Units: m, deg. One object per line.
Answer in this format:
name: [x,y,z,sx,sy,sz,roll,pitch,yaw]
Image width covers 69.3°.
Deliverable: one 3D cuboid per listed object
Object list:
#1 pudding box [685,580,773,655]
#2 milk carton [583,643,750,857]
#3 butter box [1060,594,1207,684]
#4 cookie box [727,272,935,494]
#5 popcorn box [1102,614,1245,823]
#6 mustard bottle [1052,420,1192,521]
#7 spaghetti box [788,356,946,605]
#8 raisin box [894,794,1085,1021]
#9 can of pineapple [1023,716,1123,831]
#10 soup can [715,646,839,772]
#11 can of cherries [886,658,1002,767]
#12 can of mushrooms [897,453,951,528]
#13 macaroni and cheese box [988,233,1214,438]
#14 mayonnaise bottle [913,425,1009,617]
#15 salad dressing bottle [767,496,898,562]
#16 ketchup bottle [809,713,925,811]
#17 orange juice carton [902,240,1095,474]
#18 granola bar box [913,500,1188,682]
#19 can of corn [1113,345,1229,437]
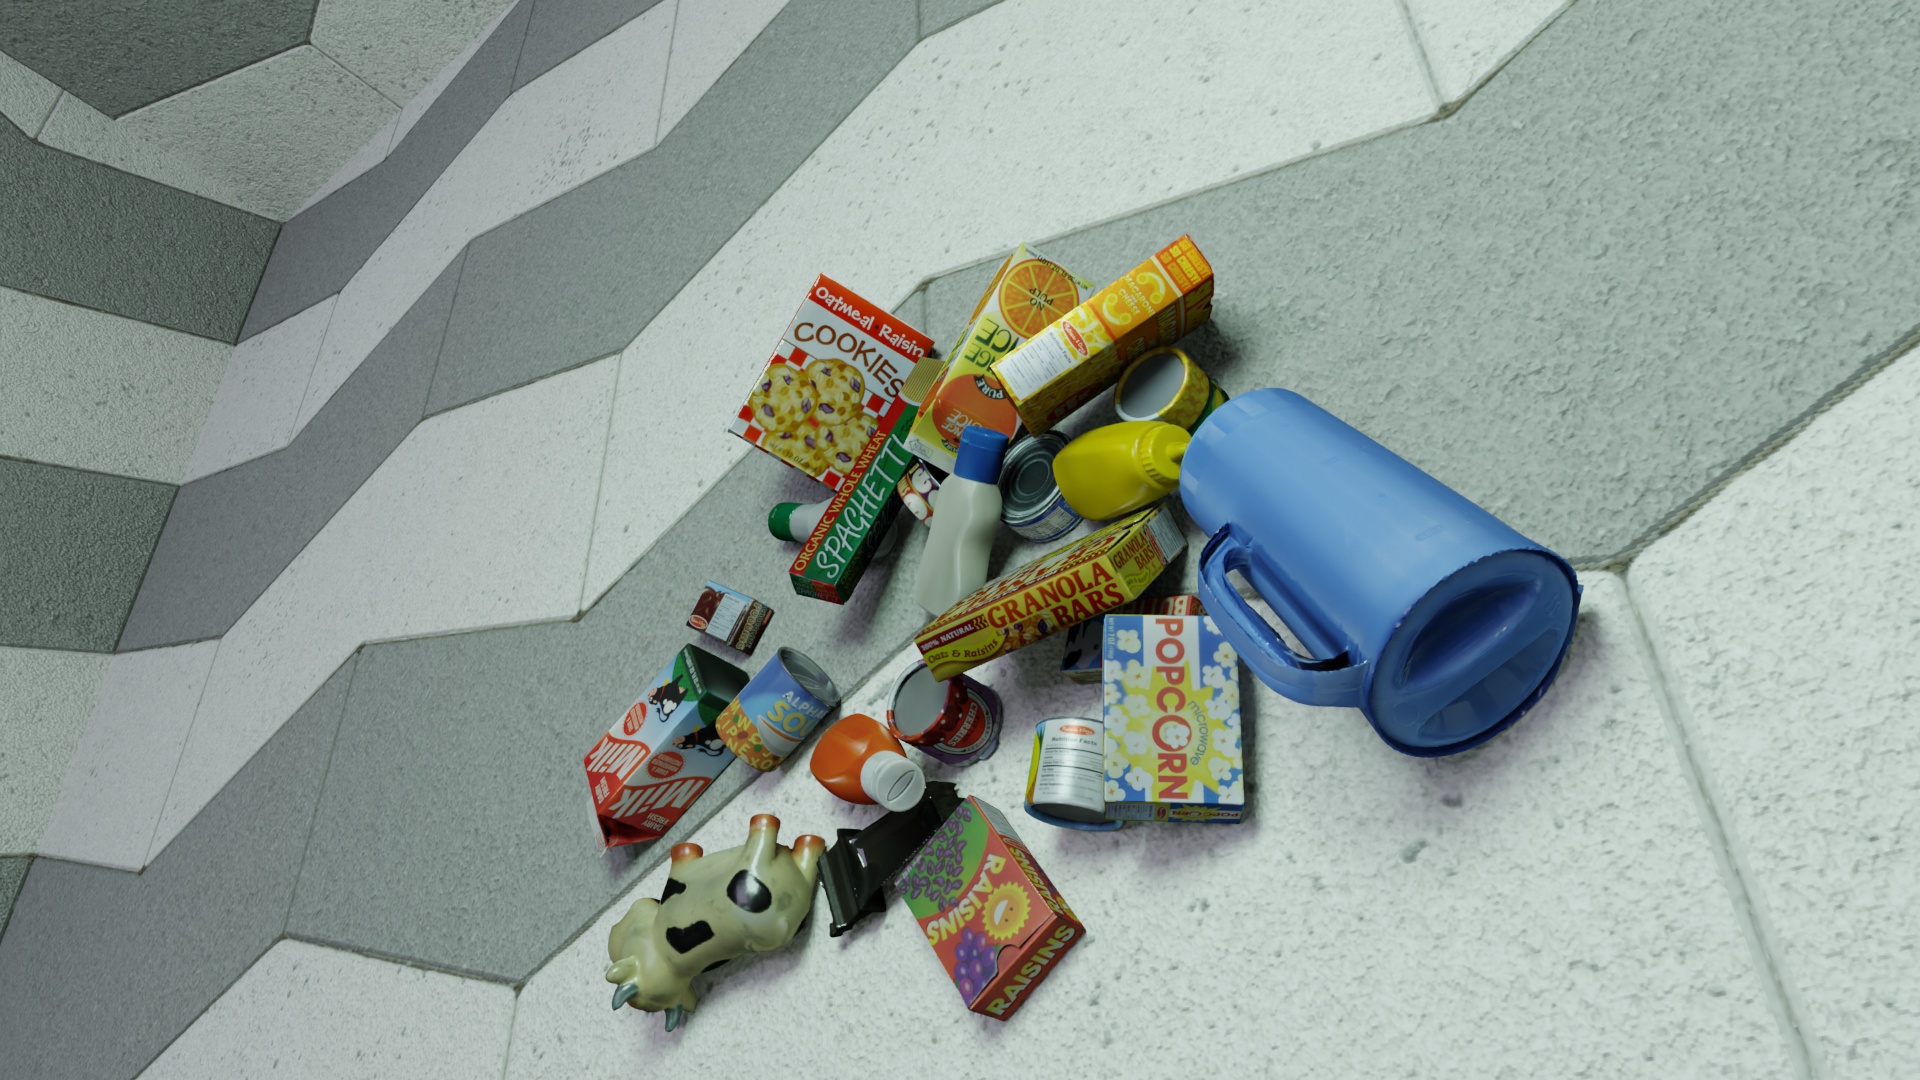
pudding box: [-0.215,0.071,1.291,0.084,0.030,0.050,16,76,49]
milk carton: [-0.265,0.191,1.222,0.190,0.073,0.072,-47,40,11]
butter box: [0.120,0.069,0.959,0.103,0.024,0.053,-9,58,42]
cookie box: [-0.117,-0.141,1.268,0.167,0.123,0.040,-61,10,-7]
popcorn box: [0.132,0.110,0.870,0.085,0.038,0.127,1,62,5]
mustard bottle: [0.124,-0.053,0.975,0.049,0.065,0.160,-32,8,-24]
spaghetti box: [-0.064,-0.055,1.176,0.050,0.028,0.251,13,59,27]
raisin box: [0.017,0.243,0.927,0.086,0.040,0.124,-49,40,6]
can of pineapple: [0.078,0.154,0.910,0.071,0.071,0.058,-12,56,40]
soup can: [-0.150,0.142,1.148,0.083,0.071,0.071,-48,40,10]
can of cherries: [-0.011,0.127,1.022,0.071,0.058,0.072,-26,47,32]
can of mushrooms: [-0.020,-0.037,1.138,0.033,0.071,0.071,-45,40,16]
macaroni and cheese box: [0.108,-0.146,1.023,0.166,0.123,0.040,-34,80,4]
mayonnaise bottle: [0.004,-0.014,1.079,0.065,0.041,0.147,30,110,53]
salad dressing bottle: [-0.117,-0.013,1.242,0.147,0.044,0.064,7,69,49]
ketchup bottle: [-0.067,0.166,1.022,0.065,0.043,0.148,-48,16,-13]
orange juice carton: [0.028,-0.140,1.138,0.193,0.072,0.073,-61,10,-11]
granola bar box: [0.064,0.035,0.971,0.165,0.039,0.125,-26,4,31]
can of corn: [0.155,-0.102,1.016,0.071,0.058,0.071,-25,47,31]
